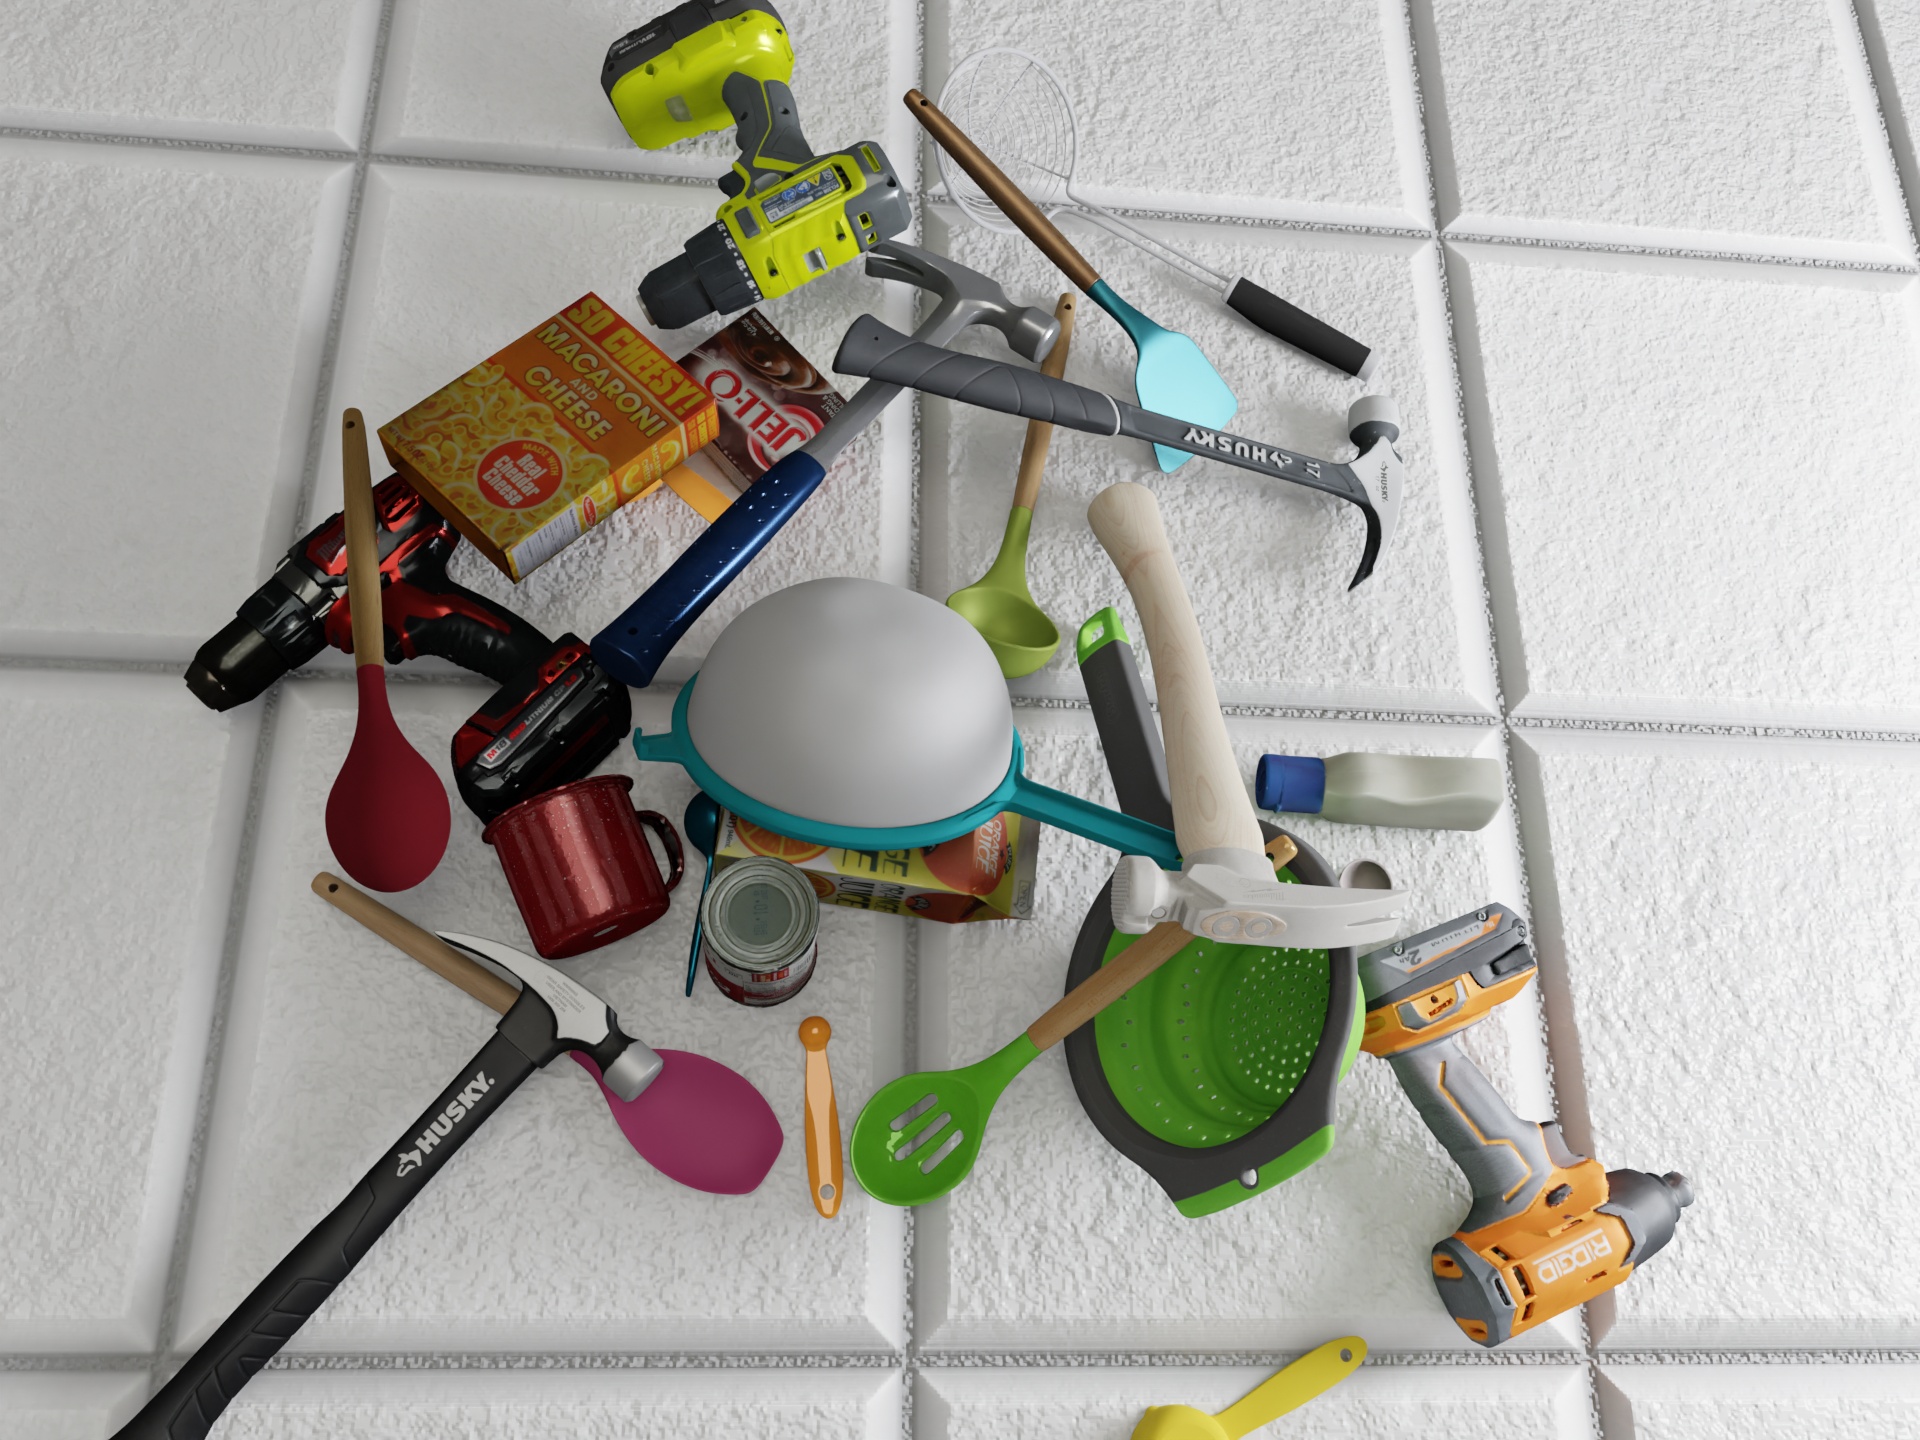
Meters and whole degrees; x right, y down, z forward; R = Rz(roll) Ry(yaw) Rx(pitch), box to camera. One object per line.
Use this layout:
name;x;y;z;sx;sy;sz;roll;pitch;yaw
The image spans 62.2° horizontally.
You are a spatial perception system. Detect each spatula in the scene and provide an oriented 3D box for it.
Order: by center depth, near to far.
spatula;0.070;-0.315;1.107;0.082;0.044;0.317;-43;90;-17

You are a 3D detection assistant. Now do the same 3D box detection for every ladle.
ladle;-0.343;-0.052;0.925;0.069;0.031;0.316;-13;66;-3
ladle;0.050;-0.169;1.077;0.078;0.062;0.320;16;65;-8

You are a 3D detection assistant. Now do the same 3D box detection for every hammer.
hammer;-0.328;0.265;0.863;0.146;0.035;0.335;40;74;7
hammer;0.139;-0.025;0.932;0.146;0.038;0.411;4;37;-7
hammer;-0.095;-0.172;1.011;0.144;0.035;0.406;32;58;9
hammer;0.114;-0.192;1.051;0.408;0.036;0.149;12;65;-16

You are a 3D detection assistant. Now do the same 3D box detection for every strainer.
strainer;-0.001;-0.003;0.909;0.340;0.095;0.211;20;34;15

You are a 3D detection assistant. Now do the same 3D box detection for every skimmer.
skimmer;0.145;-0.350;1.137;0.363;0.090;0.127;31;81;4

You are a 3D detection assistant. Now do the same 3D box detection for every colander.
colander;0.149;0.099;0.963;0.094;0.204;0.398;23;42;-39

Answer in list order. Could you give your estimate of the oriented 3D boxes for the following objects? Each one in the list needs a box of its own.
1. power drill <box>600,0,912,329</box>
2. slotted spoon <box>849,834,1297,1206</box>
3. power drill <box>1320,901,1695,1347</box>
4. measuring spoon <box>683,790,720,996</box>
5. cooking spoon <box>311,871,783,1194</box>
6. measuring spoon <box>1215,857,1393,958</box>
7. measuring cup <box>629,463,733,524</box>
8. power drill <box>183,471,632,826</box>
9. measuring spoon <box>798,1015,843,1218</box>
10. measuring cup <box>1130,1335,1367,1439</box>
power drill;-0.161;-0.384;1.099;0.190;0.080;0.229;-27;66;1
slotted spoon;0.063;0.166;0.892;0.313;0.031;0.070;-40;73;12
power drill;0.326;0.229;0.943;0.164;0.084;0.227;-19;76;-14
measuring spoon;-0.161;0.101;0.953;0.021;0.042;0.129;8;70;-5
cooking spoon;-0.245;0.175;0.927;0.319;0.017;0.069;31;71;5
measuring spoon;0.216;0.123;1.007;0.124;0.018;0.034;-23;73;-7
measuring cup;-0.199;-0.160;1.045;0.173;0.052;0.095;39;69;7
power drill;-0.335;-0.028;0.966;0.227;0.080;0.188;39;70;12
measuring spoon;-0.081;0.230;0.928;0.021;0.011;0.117;-4;69;-8
measuring cup;0.166;0.387;0.886;0.156;0.029;0.062;-26;74;-14
